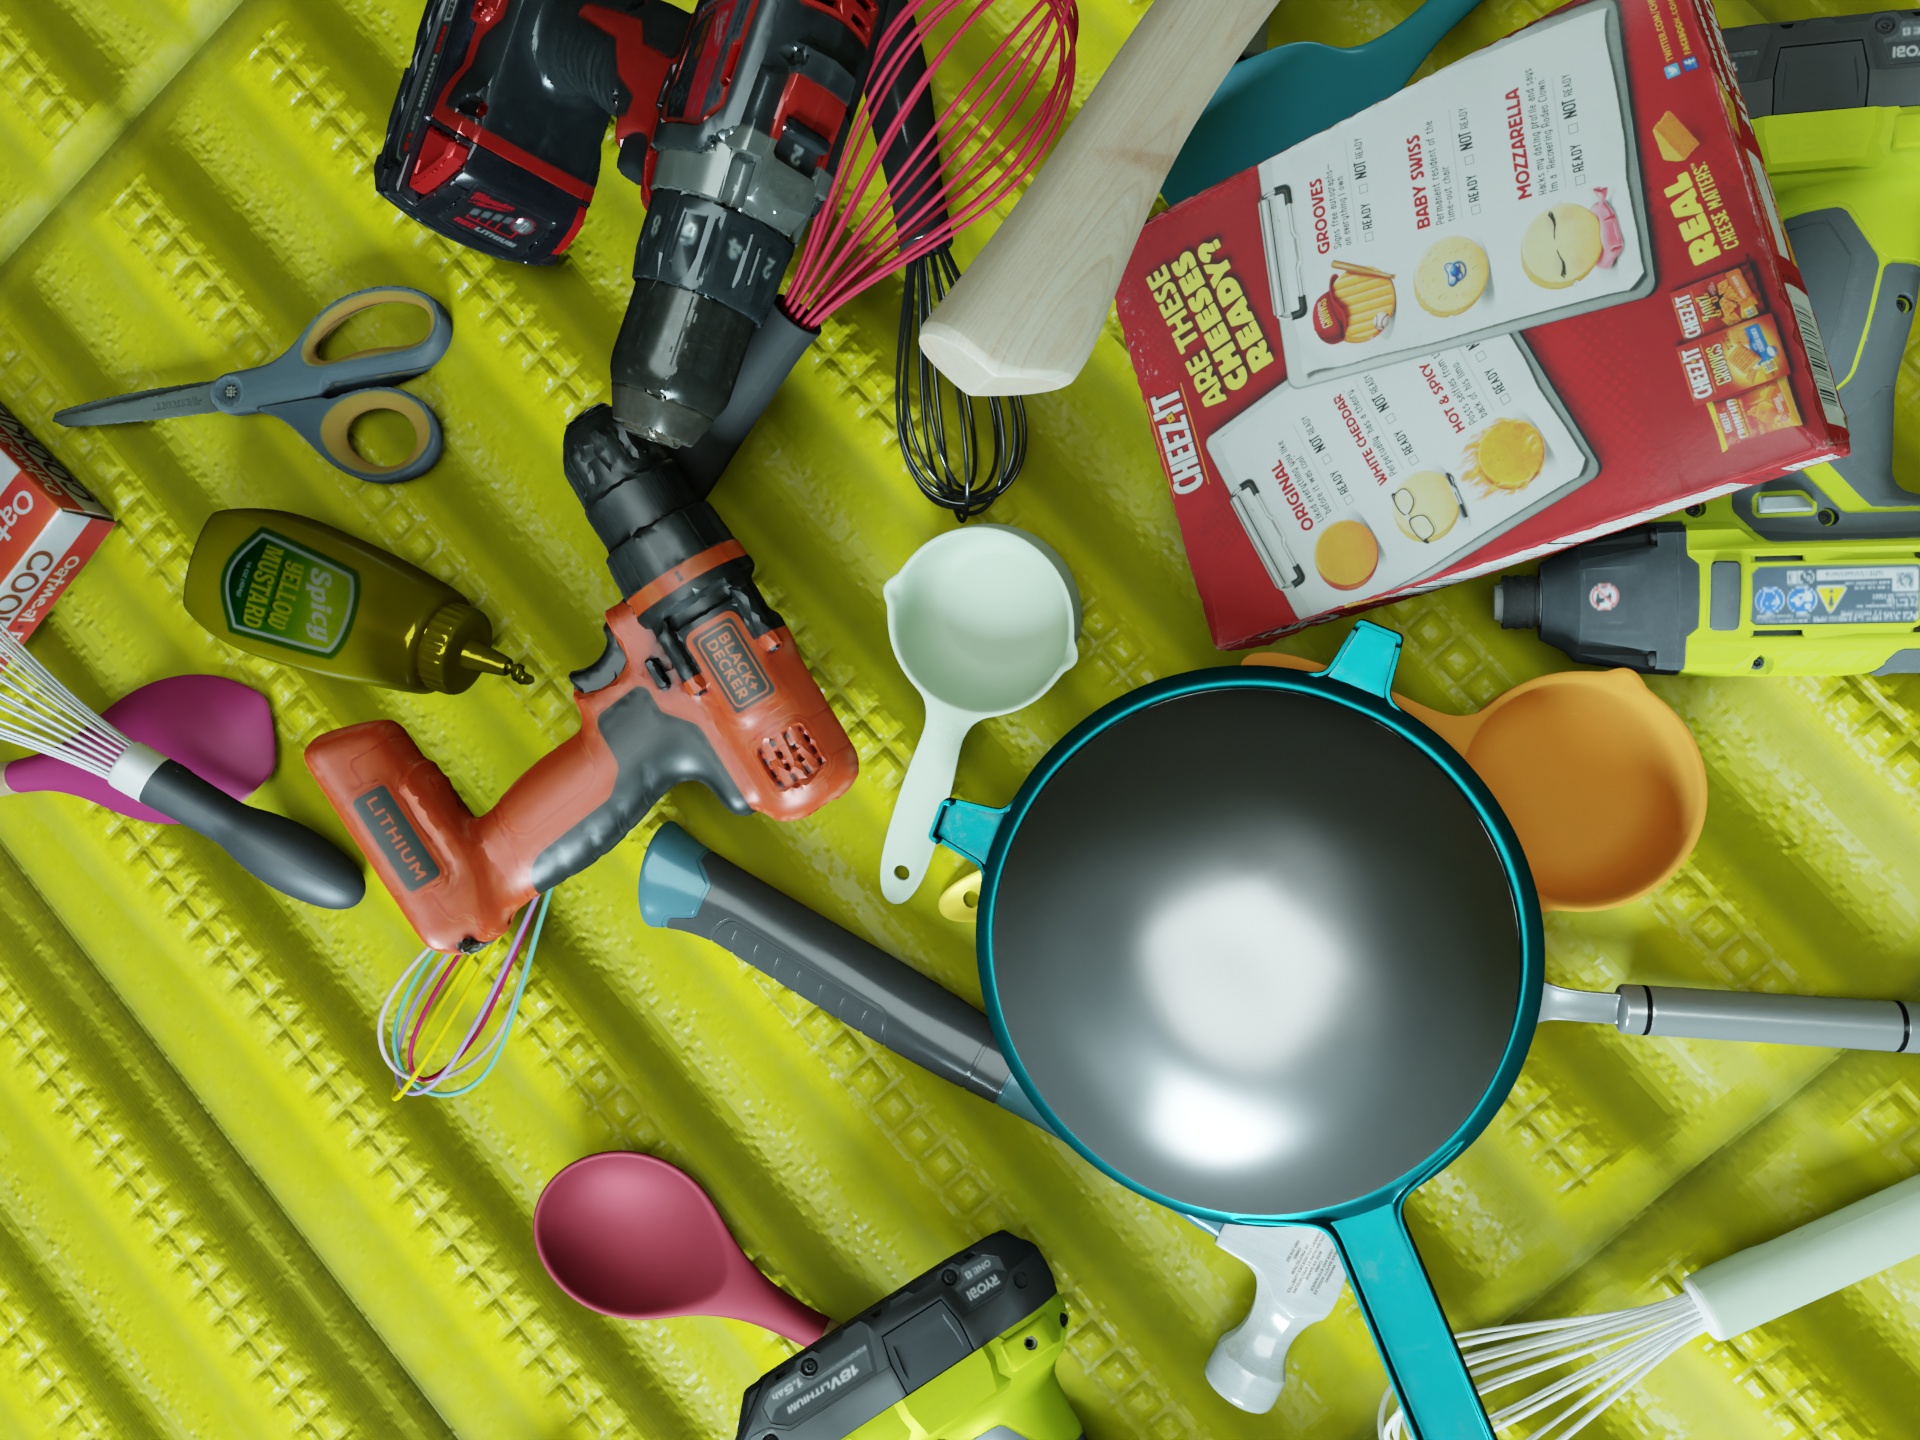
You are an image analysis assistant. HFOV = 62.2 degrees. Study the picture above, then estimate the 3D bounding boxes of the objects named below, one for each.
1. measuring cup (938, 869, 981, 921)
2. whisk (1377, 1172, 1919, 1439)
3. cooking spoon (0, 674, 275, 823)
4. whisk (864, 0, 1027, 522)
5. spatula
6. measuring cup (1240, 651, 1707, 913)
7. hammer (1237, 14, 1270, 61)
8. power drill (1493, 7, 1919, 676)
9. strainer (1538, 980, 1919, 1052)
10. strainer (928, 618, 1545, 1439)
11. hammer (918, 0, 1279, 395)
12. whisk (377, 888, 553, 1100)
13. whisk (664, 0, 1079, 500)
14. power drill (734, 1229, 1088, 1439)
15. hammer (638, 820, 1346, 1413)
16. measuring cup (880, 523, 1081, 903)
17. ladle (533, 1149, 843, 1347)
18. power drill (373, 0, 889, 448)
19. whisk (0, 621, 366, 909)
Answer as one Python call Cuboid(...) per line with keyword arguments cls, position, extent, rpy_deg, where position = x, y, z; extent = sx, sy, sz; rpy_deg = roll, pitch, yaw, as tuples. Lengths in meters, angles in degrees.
Cuboid(cls="measuring cup", position=(0.063, 0.053, 0.650), extent=(0.156, 0.029, 0.062), rpy_deg=(-20, 85, 22))
Cuboid(cls="whisk", position=(0.270, 0.223, 0.596), extent=(0.246, 0.059, 0.057), rpy_deg=(-27, 121, 6))
Cuboid(cls="cooking spoon", position=(-0.469, 0.031, 0.751), extent=(0.319, 0.017, 0.069), rpy_deg=(-9, 87, 10))
Cuboid(cls="whisk", position=(-0.015, -0.198, 0.654), extent=(0.055, 0.055, 0.239), rpy_deg=(-12, 83, 11))
Cuboid(cls="spatula", position=(0.210, -0.302, 0.615), extent=(0.317, 0.044, 0.082), rpy_deg=(-41, 113, 0))
Cuboid(cls="measuring cup", position=(0.190, 0.010, 0.609), extent=(0.174, 0.052, 0.095), rpy_deg=(22, 94, 13))
Cuboid(cls="hammer", position=(-0.077, -0.348, 0.623), extent=(0.409, 0.036, 0.149), rpy_deg=(4, 112, 4))
Cuboid(cls="power drill", position=(0.285, -0.127, 0.580), extent=(0.171, 0.080, 0.223), rpy_deg=(0, 92, 16))
Cuboid(cls="strainer", position=(0.247, 0.108, 0.603), extent=(0.258, 0.050, 0.087), rpy_deg=(2, 105, 8))
Cuboid(cls="strainer", position=(0.120, 0.144, 0.552), extent=(0.211, 0.095, 0.340), rpy_deg=(-24, 83, 15))
Cuboid(cls="hammer", position=(0.106, -0.287, 0.556), extent=(0.146, 0.038, 0.411), rpy_deg=(37, 78, -11))
Cuboid(cls="whisk", position=(-0.179, 0.060, 0.684), extent=(0.051, 0.047, 0.245), rpy_deg=(32, 92, 11))
Cuboid(cls="whisk", position=(-0.053, -0.173, 0.621), extent=(0.073, 0.073, 0.295), rpy_deg=(48, 118, 8))
Cuboid(cls="power drill", position=(0.011, 0.328, 0.581), extent=(0.190, 0.080, 0.229), rpy_deg=(-27, 74, -18))
Cuboid(cls="hammer", position=(0.008, 0.139, 0.650), extent=(0.331, 0.033, 0.128), rpy_deg=(29, 95, 10))
Cuboid(cls="measuring cup", position=(-0.001, -0.002, 0.659), extent=(0.083, 0.038, 0.167), rpy_deg=(21, 110, 9))
Cuboid(cls="ladle", position=(-0.034, 0.267, 0.661), extent=(0.315, 0.031, 0.069), rpy_deg=(24, 87, 8))
Cuboid(cls="power drill", position=(-0.133, -0.209, 0.605), extent=(0.227, 0.080, 0.188), rpy_deg=(22, 94, 42))
Cuboid(cls="whisk", position=(-0.387, 0.005, 0.694), extent=(0.284, 0.070, 0.070), rpy_deg=(31, 95, -7))
